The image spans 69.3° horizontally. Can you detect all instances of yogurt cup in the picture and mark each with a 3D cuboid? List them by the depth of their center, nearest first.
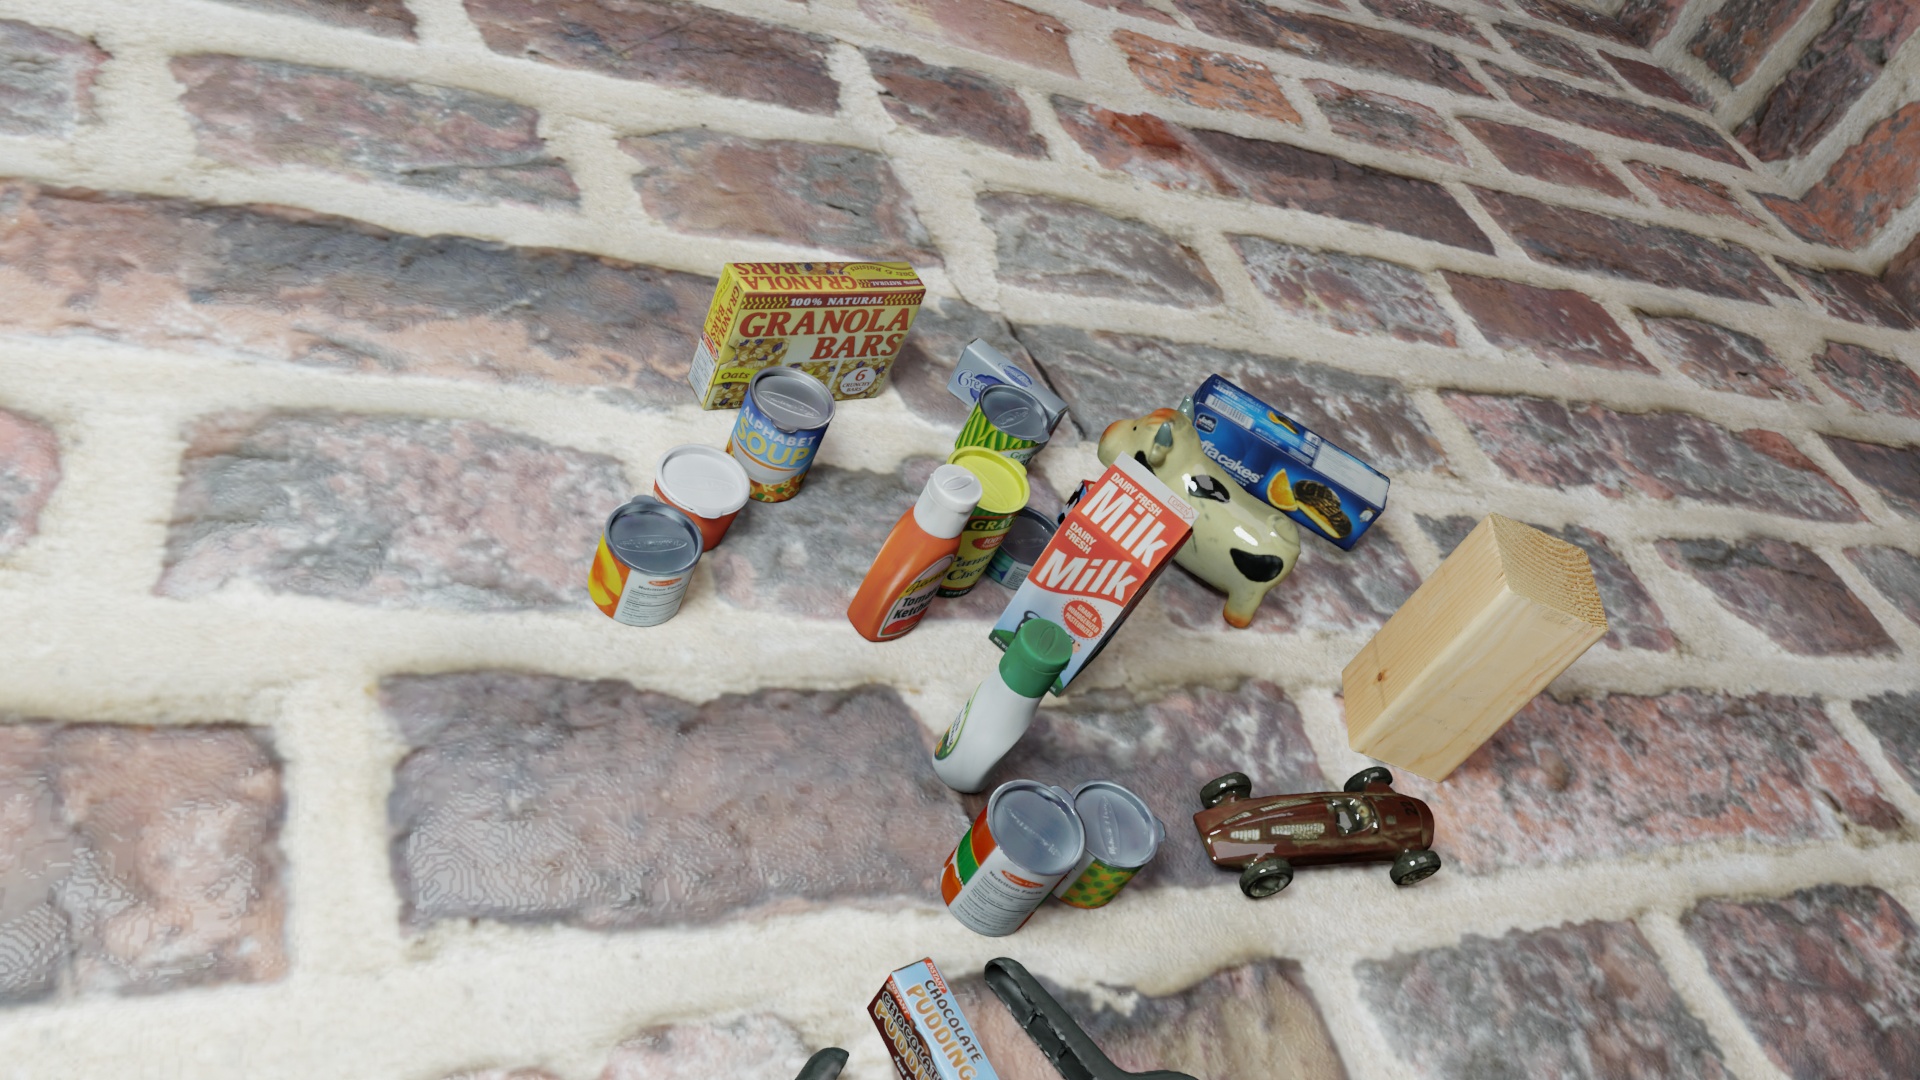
[{"bbox_3d":[-0.190,-0.028,0.994,0.072,0.053,0.073,16,43,-15],"label":"yogurt cup"}]

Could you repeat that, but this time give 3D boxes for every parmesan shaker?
[{"bbox_3d":[0.004,-0.013,1.051,0.071,0.102,0.072,16,43,-15],"label":"parmesan shaker"}]

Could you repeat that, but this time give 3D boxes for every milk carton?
[{"bbox_3d":[0.101,0.021,1.006,0.072,0.189,0.074,40,42,11],"label":"milk carton"}]

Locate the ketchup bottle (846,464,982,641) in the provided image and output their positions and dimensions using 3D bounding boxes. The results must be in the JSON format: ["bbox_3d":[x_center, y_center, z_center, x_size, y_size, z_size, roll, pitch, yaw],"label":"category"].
[{"bbox_3d":[-0.029,0.009,0.977,0.065,0.148,0.043,-23,63,-42],"label":"ketchup bottle"}]

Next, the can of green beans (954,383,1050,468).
[{"bbox_3d":[0.035,-0.090,1.178,0.071,0.057,0.071,16,43,-15],"label":"can of green beans"}]

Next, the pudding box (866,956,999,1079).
[{"bbox_3d":[-0.016,0.286,0.786,0.030,0.049,0.084,-11,55,-36],"label":"pudding box"}]

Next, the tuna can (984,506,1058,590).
[{"bbox_3d":[0.046,0.004,1.111,0.071,0.032,0.071,16,43,-15],"label":"tuna can"}]

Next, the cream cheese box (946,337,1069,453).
[{"bbox_3d":[0.040,-0.126,1.220,0.104,0.053,0.024,39,42,10],"label":"cream cheese box"}]

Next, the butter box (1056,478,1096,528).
[{"bbox_3d":[0.105,0.005,1.127,0.024,0.052,0.104,12,44,-19],"label":"butter box"}]

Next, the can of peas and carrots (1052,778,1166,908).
[{"bbox_3d":[0.092,0.202,0.922,0.071,0.058,0.071,16,43,-15],"label":"can of peas and carrots"}]

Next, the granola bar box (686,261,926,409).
[{"bbox_3d":[-0.123,-0.165,1.114,0.166,0.123,0.039,-9,54,-35],"label":"granola bar box"}]

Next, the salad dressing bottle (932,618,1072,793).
[{"bbox_3d":[0.028,0.109,0.911,0.044,0.146,0.064,31,41,1],"label":"salad dressing bottle"}]

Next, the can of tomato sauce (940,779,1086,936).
[{"bbox_3d":[0.032,0.199,0.874,0.071,0.082,0.071,16,43,-15],"label":"can of tomato sauce"}]

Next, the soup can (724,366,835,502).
[{"bbox_3d":[-0.139,-0.078,1.049,0.071,0.083,0.072,16,43,-15],"label":"soup can"}]

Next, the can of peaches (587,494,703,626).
[{"bbox_3d":[-0.213,0.014,0.937,0.071,0.057,0.071,16,43,-15],"label":"can of peaches"}]
